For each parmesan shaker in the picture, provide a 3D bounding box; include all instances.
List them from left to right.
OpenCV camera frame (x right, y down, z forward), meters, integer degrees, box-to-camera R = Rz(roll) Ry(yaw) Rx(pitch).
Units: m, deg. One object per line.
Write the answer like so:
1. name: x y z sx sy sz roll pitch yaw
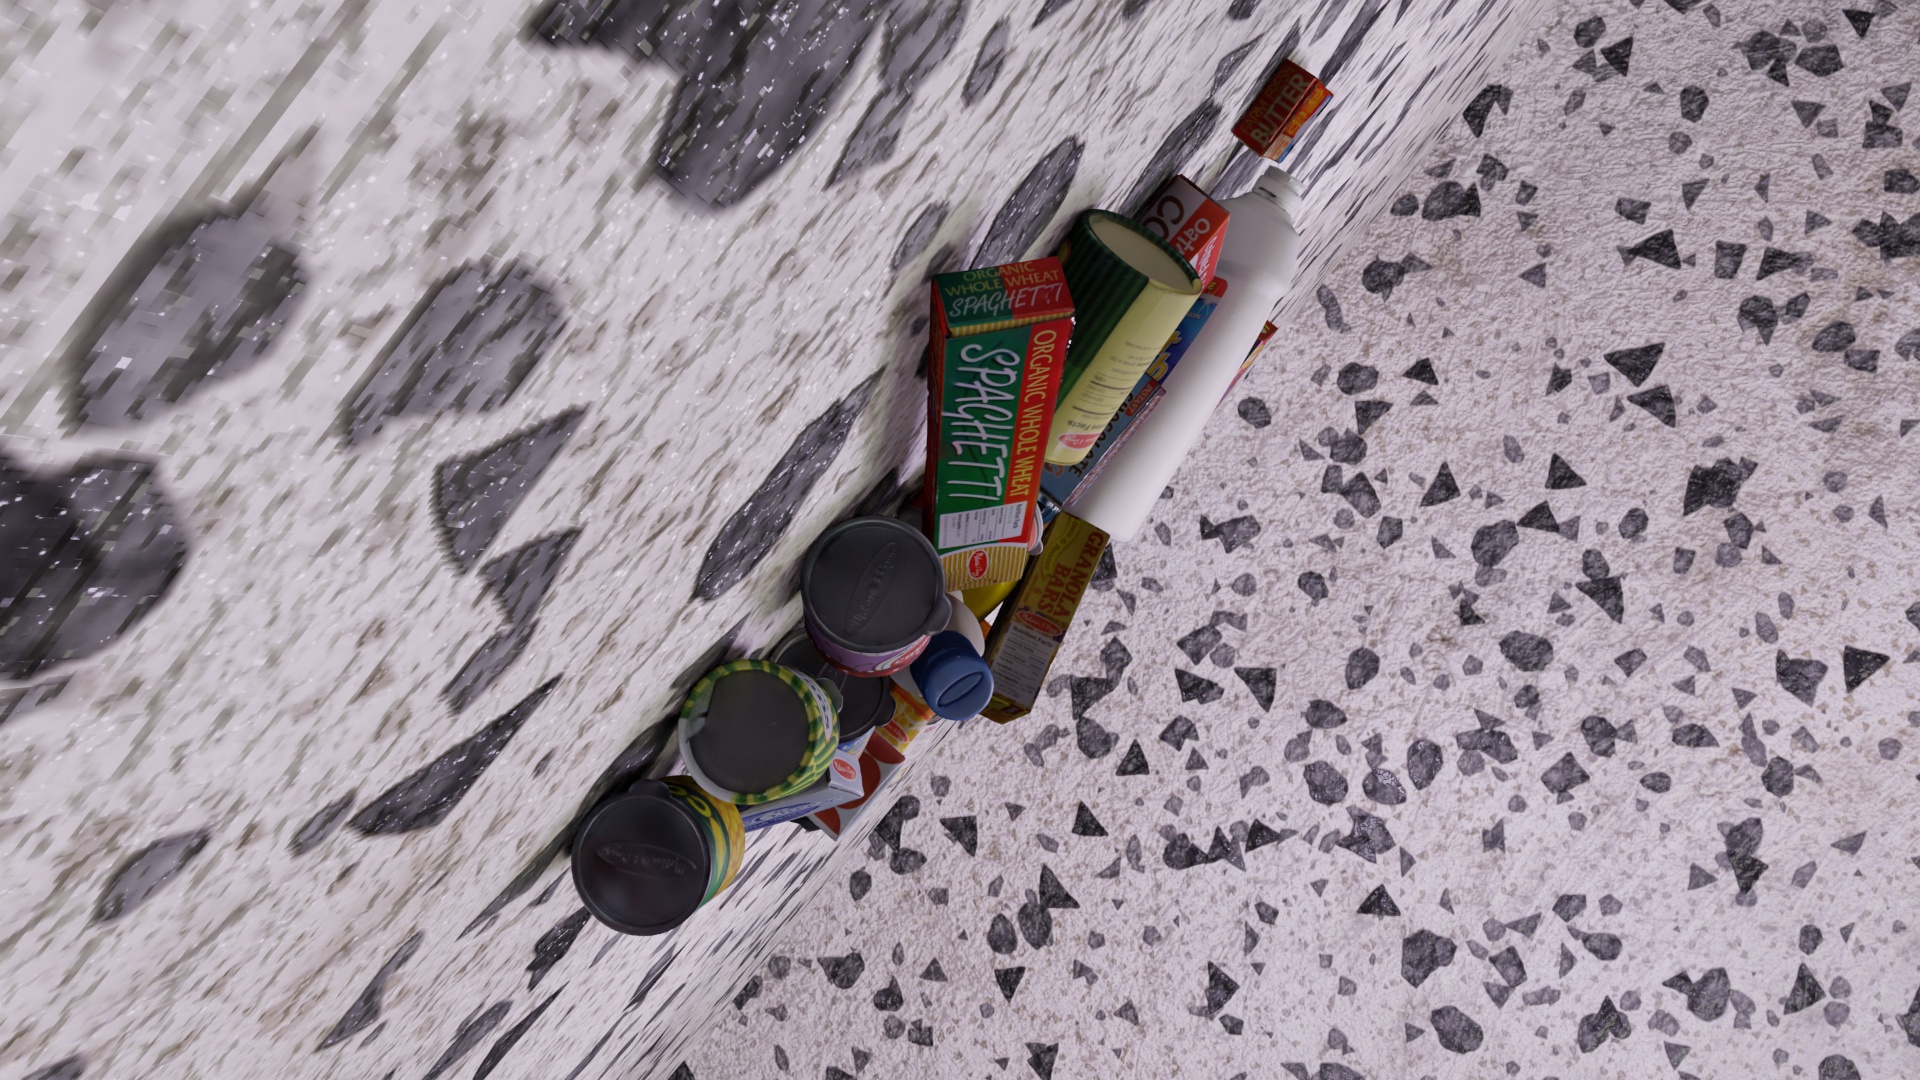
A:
1. parmesan shaker: 0.059 -0.095 0.652 0.102 0.071 0.071 -56 171 30

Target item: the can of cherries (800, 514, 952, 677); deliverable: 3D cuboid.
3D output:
1. can of cherries: -0.040 0.029 0.658 0.072 0.071 0.058 -48 172 -17

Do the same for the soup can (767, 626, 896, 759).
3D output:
1. soup can: -0.075 0.092 0.758 0.071 0.071 0.083 -47 172 -26

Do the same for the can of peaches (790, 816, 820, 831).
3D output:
1. can of peaches: -0.100 0.159 0.940 0.071 0.071 0.058 -50 173 -5

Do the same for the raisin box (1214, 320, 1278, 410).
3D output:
1. raisin box: 0.149 -0.123 0.972 0.122 0.086 0.040 -55 169 33

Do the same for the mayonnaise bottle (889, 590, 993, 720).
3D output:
1. mayonnaise bottle: -0.018 0.054 0.765 0.065 0.041 0.148 -35 -158 -2

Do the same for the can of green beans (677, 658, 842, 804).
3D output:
1. can of green beans: -0.094 0.089 0.654 0.071 0.071 0.057 -50 172 -4

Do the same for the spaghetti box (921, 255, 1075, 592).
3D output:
1. spaghetti box: 0.011 -0.038 0.606 0.050 0.029 0.249 -10 156 -7

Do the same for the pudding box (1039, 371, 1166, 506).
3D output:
1. pudding box: 0.072 -0.058 0.744 0.083 0.030 0.050 -50 172 8

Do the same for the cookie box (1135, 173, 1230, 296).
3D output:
1. cookie box: 0.081 -0.116 0.788 0.167 0.040 0.123 -49 172 -1

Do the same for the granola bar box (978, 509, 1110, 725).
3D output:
1. granola bar box: 0.045 0.056 0.923 0.165 0.039 0.124 113 3 -79

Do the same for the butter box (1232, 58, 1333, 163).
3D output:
1. butter box: 0.194 -0.256 0.832 0.053 0.024 0.104 -53 172 21

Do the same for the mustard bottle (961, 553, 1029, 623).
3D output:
1. mustard bottle: -0.019 0.040 0.885 0.159 0.065 0.049 -49 174 38

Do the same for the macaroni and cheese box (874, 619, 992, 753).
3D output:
1. macaroni and cheese box: -0.052 0.122 1.051 0.167 0.040 0.123 -49 -171 -14

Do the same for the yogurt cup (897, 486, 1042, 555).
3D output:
1. yogurt cup: 0.003 -0.010 0.758 0.054 0.072 0.072 -37 167 -27

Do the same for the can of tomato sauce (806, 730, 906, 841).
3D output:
1. can of tomato sauce: -0.083 0.129 0.841 0.071 0.083 0.071 -49 172 -9

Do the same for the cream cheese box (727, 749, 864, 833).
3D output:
1. cream cheese box: -0.106 0.133 0.714 0.104 0.024 0.053 -18 159 10

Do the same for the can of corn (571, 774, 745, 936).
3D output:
1. can of corn: -0.141 0.144 0.657 0.071 0.071 0.058 -51 173 3
